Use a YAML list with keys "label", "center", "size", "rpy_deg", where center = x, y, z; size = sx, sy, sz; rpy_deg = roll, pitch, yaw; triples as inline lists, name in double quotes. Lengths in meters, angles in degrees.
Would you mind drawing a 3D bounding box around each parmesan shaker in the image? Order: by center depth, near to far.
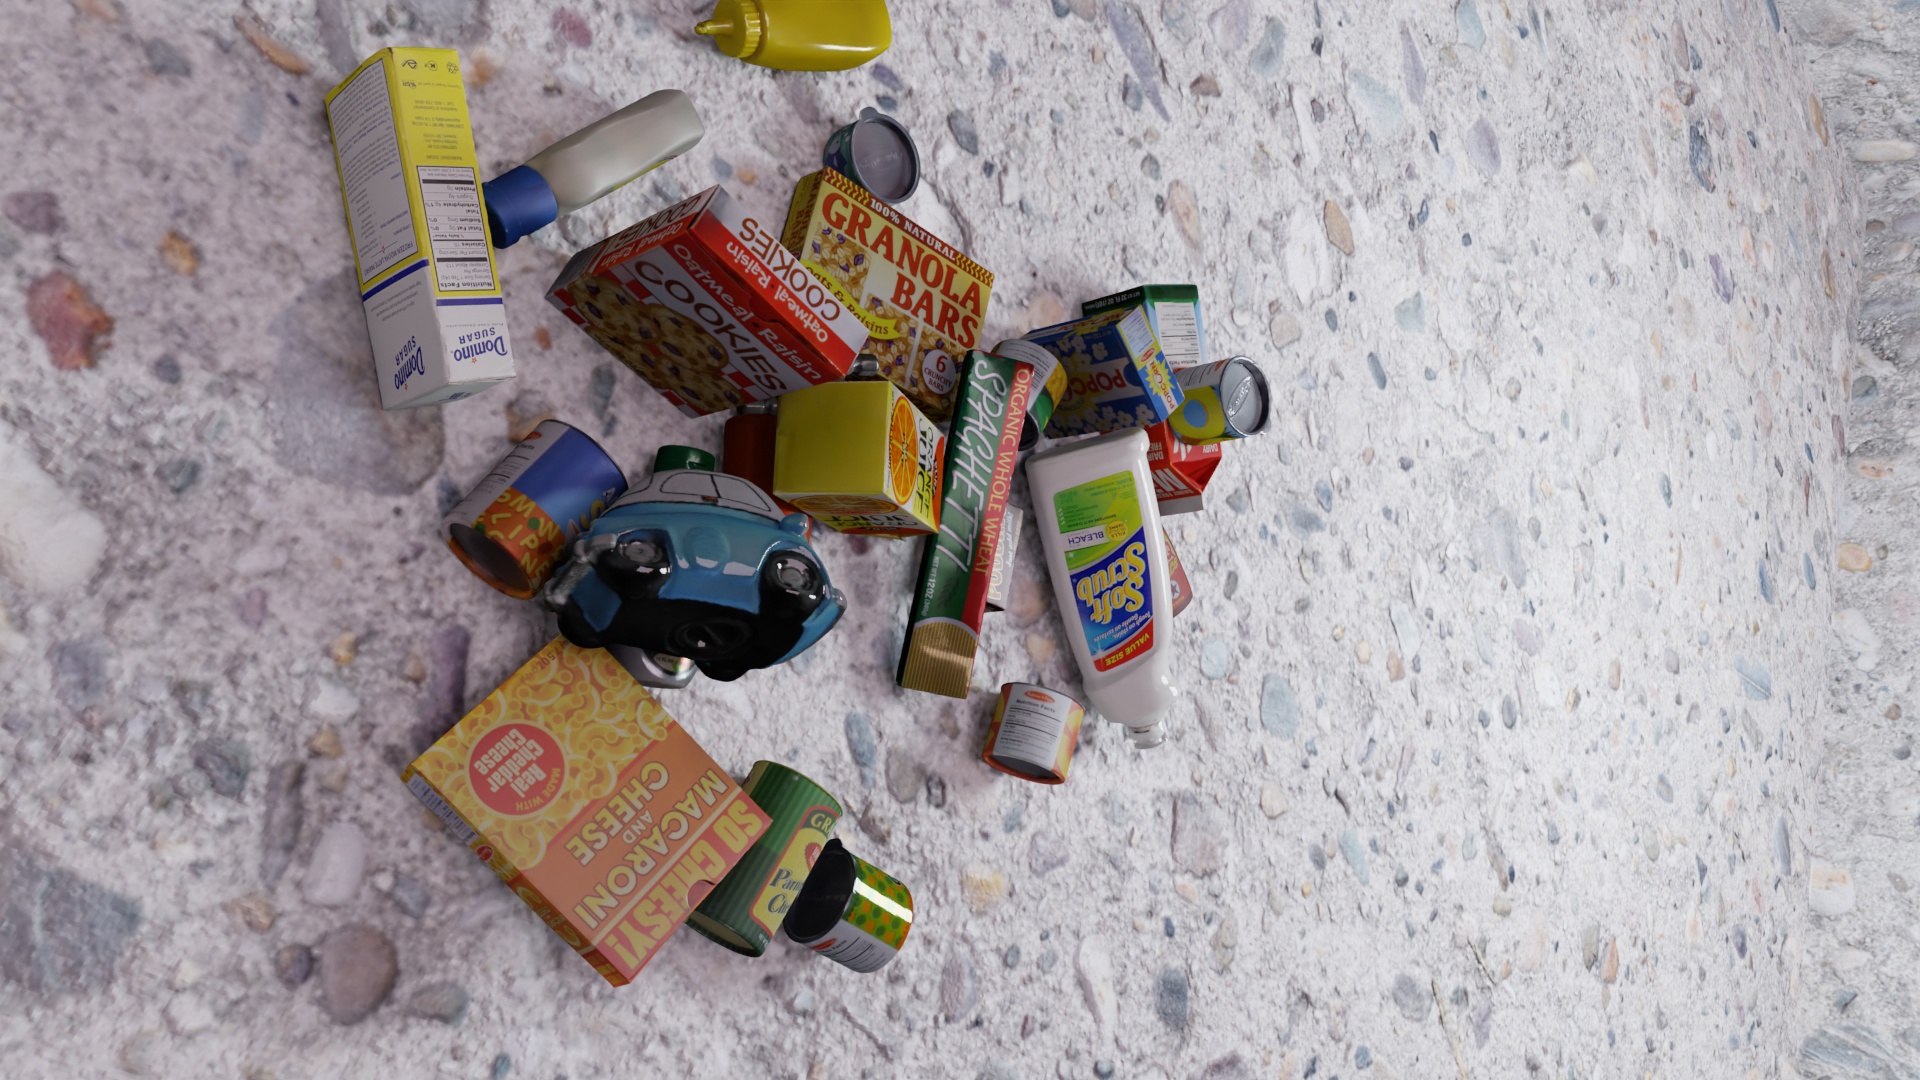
- label: "parmesan shaker"
  center: [-0.127, 0.200, 0.870]
  size: [0.071, 0.071, 0.103]
  rpy_deg: [47, 57, -28]

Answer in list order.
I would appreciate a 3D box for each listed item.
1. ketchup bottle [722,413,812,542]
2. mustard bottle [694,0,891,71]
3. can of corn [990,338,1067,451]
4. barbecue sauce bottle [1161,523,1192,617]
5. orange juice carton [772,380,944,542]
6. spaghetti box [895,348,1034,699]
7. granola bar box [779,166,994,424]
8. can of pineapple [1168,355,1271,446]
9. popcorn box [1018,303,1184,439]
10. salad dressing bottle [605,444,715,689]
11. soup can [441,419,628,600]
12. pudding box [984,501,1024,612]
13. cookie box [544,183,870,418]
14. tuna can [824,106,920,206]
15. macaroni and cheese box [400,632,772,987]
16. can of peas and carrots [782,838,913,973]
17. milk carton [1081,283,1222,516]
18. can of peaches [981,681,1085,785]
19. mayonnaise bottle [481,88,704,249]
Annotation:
- label: "ketchup bottle"
  center: [-0.126, -0.006, 0.909]
  size: [0.065, 0.043, 0.149]
  rpy_deg: [9, 79, -49]
- label: "mustard bottle"
  center: [-0.120, -0.356, 0.956]
  size: [0.161, 0.048, 0.065]
  rpy_deg: [-21, 98, -42]
- label: "can of corn"
  center: [0.041, -0.110, 1.064]
  size: [0.071, 0.071, 0.058]
  rpy_deg: [48, 55, -28]
- label: "barbecue sauce bottle"
  center: [0.143, -0.003, 1.158]
  size: [0.065, 0.043, 0.148]
  rpy_deg: [-34, 107, -36]
- label: "orange juice carton"
  center: [-0.058, -0.047, 0.926]
  size: [0.192, 0.073, 0.072]
  rpy_deg: [37, 55, -75]
- label: "spaghetti box"
  center: [0.004, -0.012, 0.996]
  size: [0.050, 0.028, 0.250]
  rpy_deg: [12, 88, -11]
- label: "granola bar box"
  center: [-0.058, -0.171, 0.997]
  size: [0.165, 0.039, 0.124]
  rpy_deg: [26, 69, -38]
- label: "can of pineapple"
  center: [0.209, -0.110, 1.123]
  size: [0.071, 0.058, 0.071]
  rpy_deg: [6, 81, -41]
- label: "popcorn box"
  center: [0.102, -0.129, 1.080]
  size: [0.038, 0.126, 0.085]
  rpy_deg: [-41, 112, -34]
- label: "salad dressing bottle"
  center: [-0.180, 0.016, 0.856]
  size: [0.064, 0.044, 0.148]
  rpy_deg: [18, 72, -43]
- label: "soup can"
  center: [-0.239, -0.015, 0.790]
  size: [0.071, 0.071, 0.084]
  rpy_deg: [52, 54, -25]
- label: "pudding box"
  center: [0.015, 0.008, 1.047]
  size: [0.049, 0.030, 0.084]
  rpy_deg: [25, 68, -37]
- label: "cookie box"
  center: [-0.151, -0.133, 0.817]
  size: [0.122, 0.167, 0.040]
  rpy_deg: [42, 60, -31]
- label: "tuna can"
  center: [-0.065, -0.275, 1.007]
  size: [0.071, 0.033, 0.071]
  rpy_deg: [6, 80, -42]
- label: "macaroni and cheese box"
  center: [-0.207, 0.147, 0.783]
  size: [0.166, 0.040, 0.124]
  rpy_deg: [47, 55, -5]
- label: "can of peas and carrots"
  center: [-0.073, 0.240, 0.913]
  size: [0.058, 0.071, 0.071]
  rpy_deg: [39, 60, -33]
- label: "milk carton"
  center: [0.165, -0.115, 1.174]
  size: [0.074, 0.072, 0.190]
  rpy_deg: [-9, 90, -42]
- label: "can of peaches"
  center: [0.055, 0.146, 1.044]
  size: [0.071, 0.071, 0.058]
  rpy_deg: [34, 63, -35]
- label: "mayonnaise bottle"
  center: [-0.226, -0.224, 0.835]
  size: [0.149, 0.064, 0.041]
  rpy_deg: [-43, 117, -33]
